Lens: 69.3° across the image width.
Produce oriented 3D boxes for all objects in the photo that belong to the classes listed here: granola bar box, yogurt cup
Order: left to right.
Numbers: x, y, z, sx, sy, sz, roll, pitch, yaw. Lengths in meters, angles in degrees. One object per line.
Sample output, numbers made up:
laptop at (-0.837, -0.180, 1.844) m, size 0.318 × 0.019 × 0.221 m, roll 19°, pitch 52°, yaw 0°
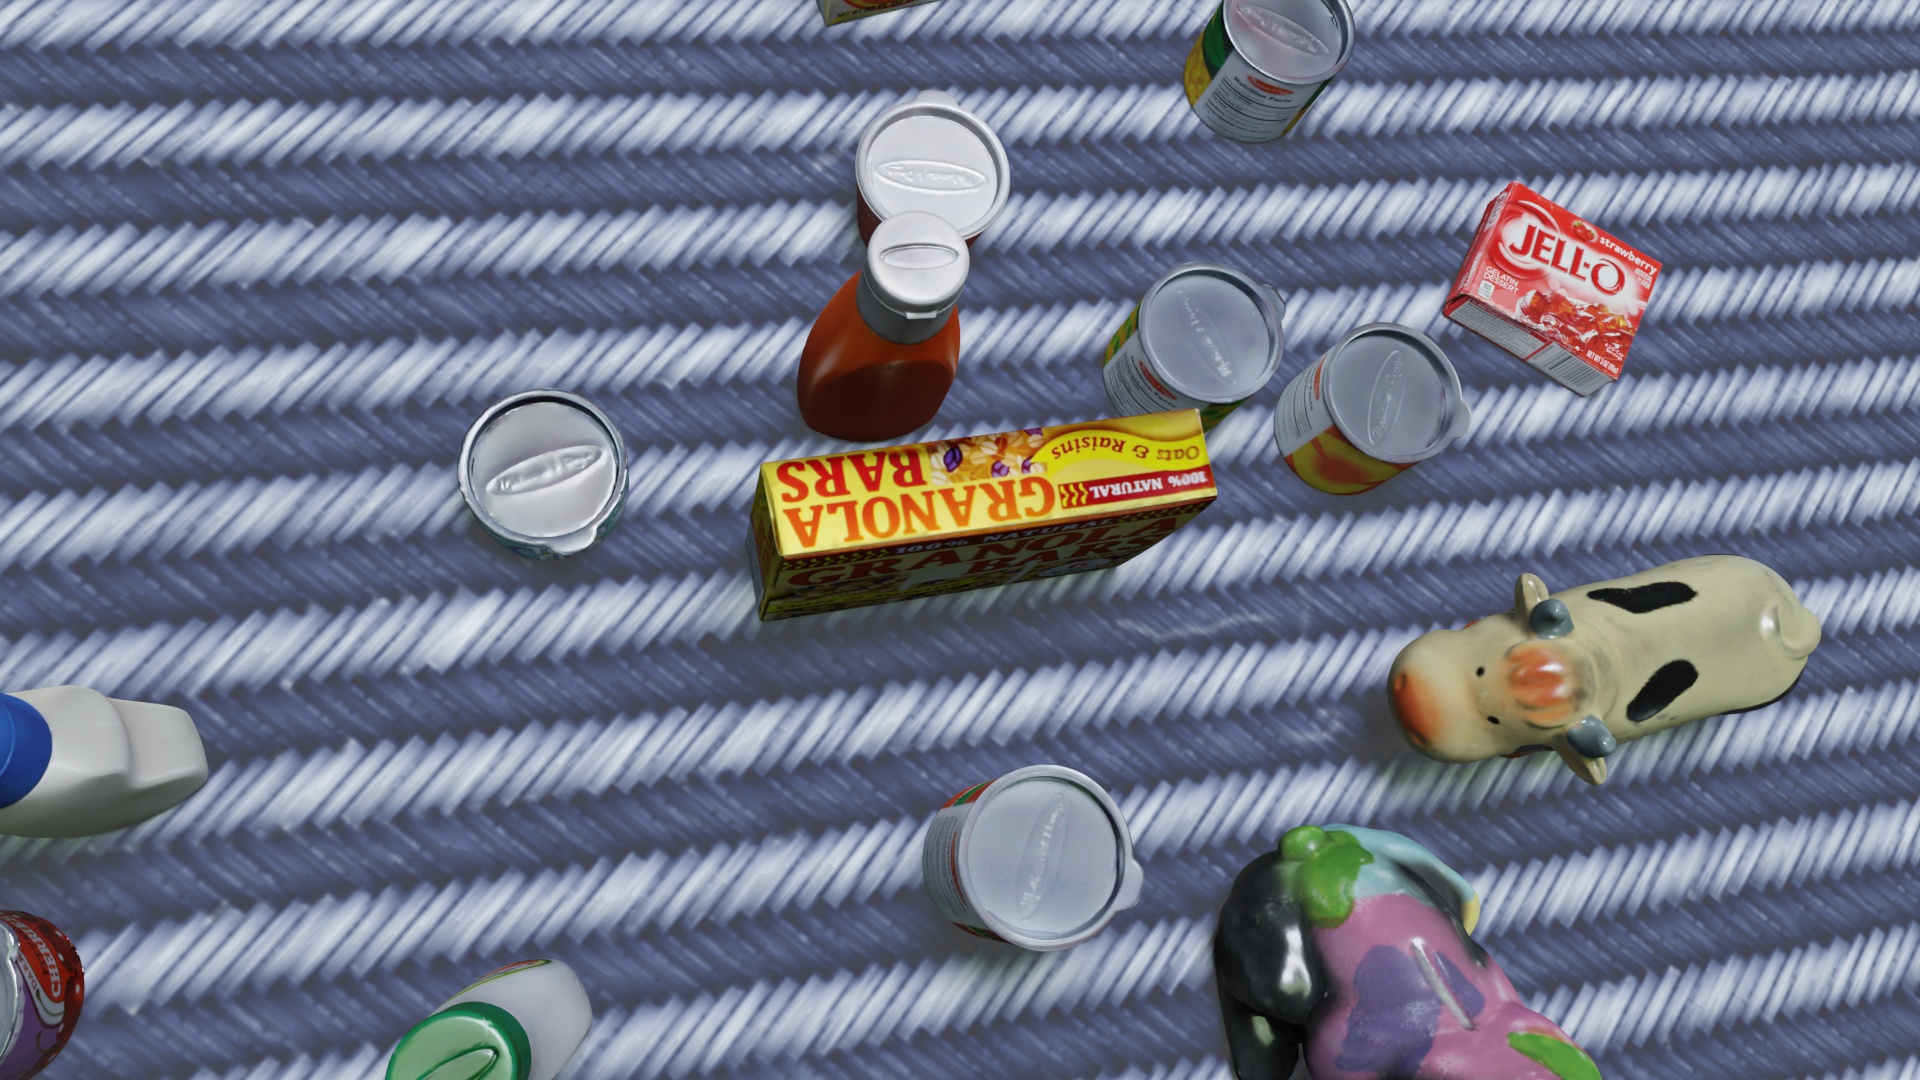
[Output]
yogurt cup at (-0.016, -0.154, 0.624) m, size 0.072 × 0.053 × 0.072 m, roll 3°, pitch 76°, yaw -11°
granola bar box at (0.002, -0.007, 0.553) m, size 0.166 × 0.124 × 0.039 m, roll -8°, pitch 78°, yaw -13°

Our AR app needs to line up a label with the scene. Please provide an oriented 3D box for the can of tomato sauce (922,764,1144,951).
can of tomato sauce at (0.026, 0.125, 0.546) m, size 0.071 × 0.083 × 0.071 m, roll 3°, pitch 76°, yaw -11°

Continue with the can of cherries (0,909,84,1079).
can of cherries at (-0.343, 0.159, 0.474) m, size 0.071 × 0.058 × 0.071 m, roll 3°, pitch 76°, yaw -11°

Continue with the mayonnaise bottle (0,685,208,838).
mayonnaise bottle at (-0.303, 0.072, 0.457) m, size 0.065 × 0.147 × 0.041 m, roll -21°, pitch 82°, yaw -16°

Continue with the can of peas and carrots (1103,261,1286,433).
can of peas and carrots at (0.106, -0.085, 0.629) m, size 0.071 × 0.058 × 0.071 m, roll 3°, pitch 76°, yaw -11°

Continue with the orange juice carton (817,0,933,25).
orange juice carton at (-0.027, -0.311, 0.589) m, size 0.072 × 0.192 × 0.073 m, roll -19°, pitch 81°, yaw -15°

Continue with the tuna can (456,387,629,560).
tuna can at (-0.169, -0.024, 0.570) m, size 0.071 × 0.032 × 0.071 m, roll 3°, pitch 76°, yaw -11°

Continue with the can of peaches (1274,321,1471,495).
can of peaches at (0.188, -0.058, 0.639) m, size 0.071 × 0.058 × 0.071 m, roll 3°, pitch 76°, yaw -11°

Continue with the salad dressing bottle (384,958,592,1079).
salad dressing bottle at (-0.158, 0.169, 0.463) m, size 0.064 × 0.147 × 0.044 m, roll -26°, pitch 83°, yaw -16°

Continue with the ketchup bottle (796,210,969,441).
ketchup bottle at (-0.028, -0.081, 0.553) m, size 0.065 × 0.148 × 0.043 m, roll -5°, pitch 78°, yaw -13°

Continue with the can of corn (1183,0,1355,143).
can of corn at (0.150, -0.239, 0.677) m, size 0.071 × 0.058 × 0.071 m, roll 3°, pitch 76°, yaw -11°
